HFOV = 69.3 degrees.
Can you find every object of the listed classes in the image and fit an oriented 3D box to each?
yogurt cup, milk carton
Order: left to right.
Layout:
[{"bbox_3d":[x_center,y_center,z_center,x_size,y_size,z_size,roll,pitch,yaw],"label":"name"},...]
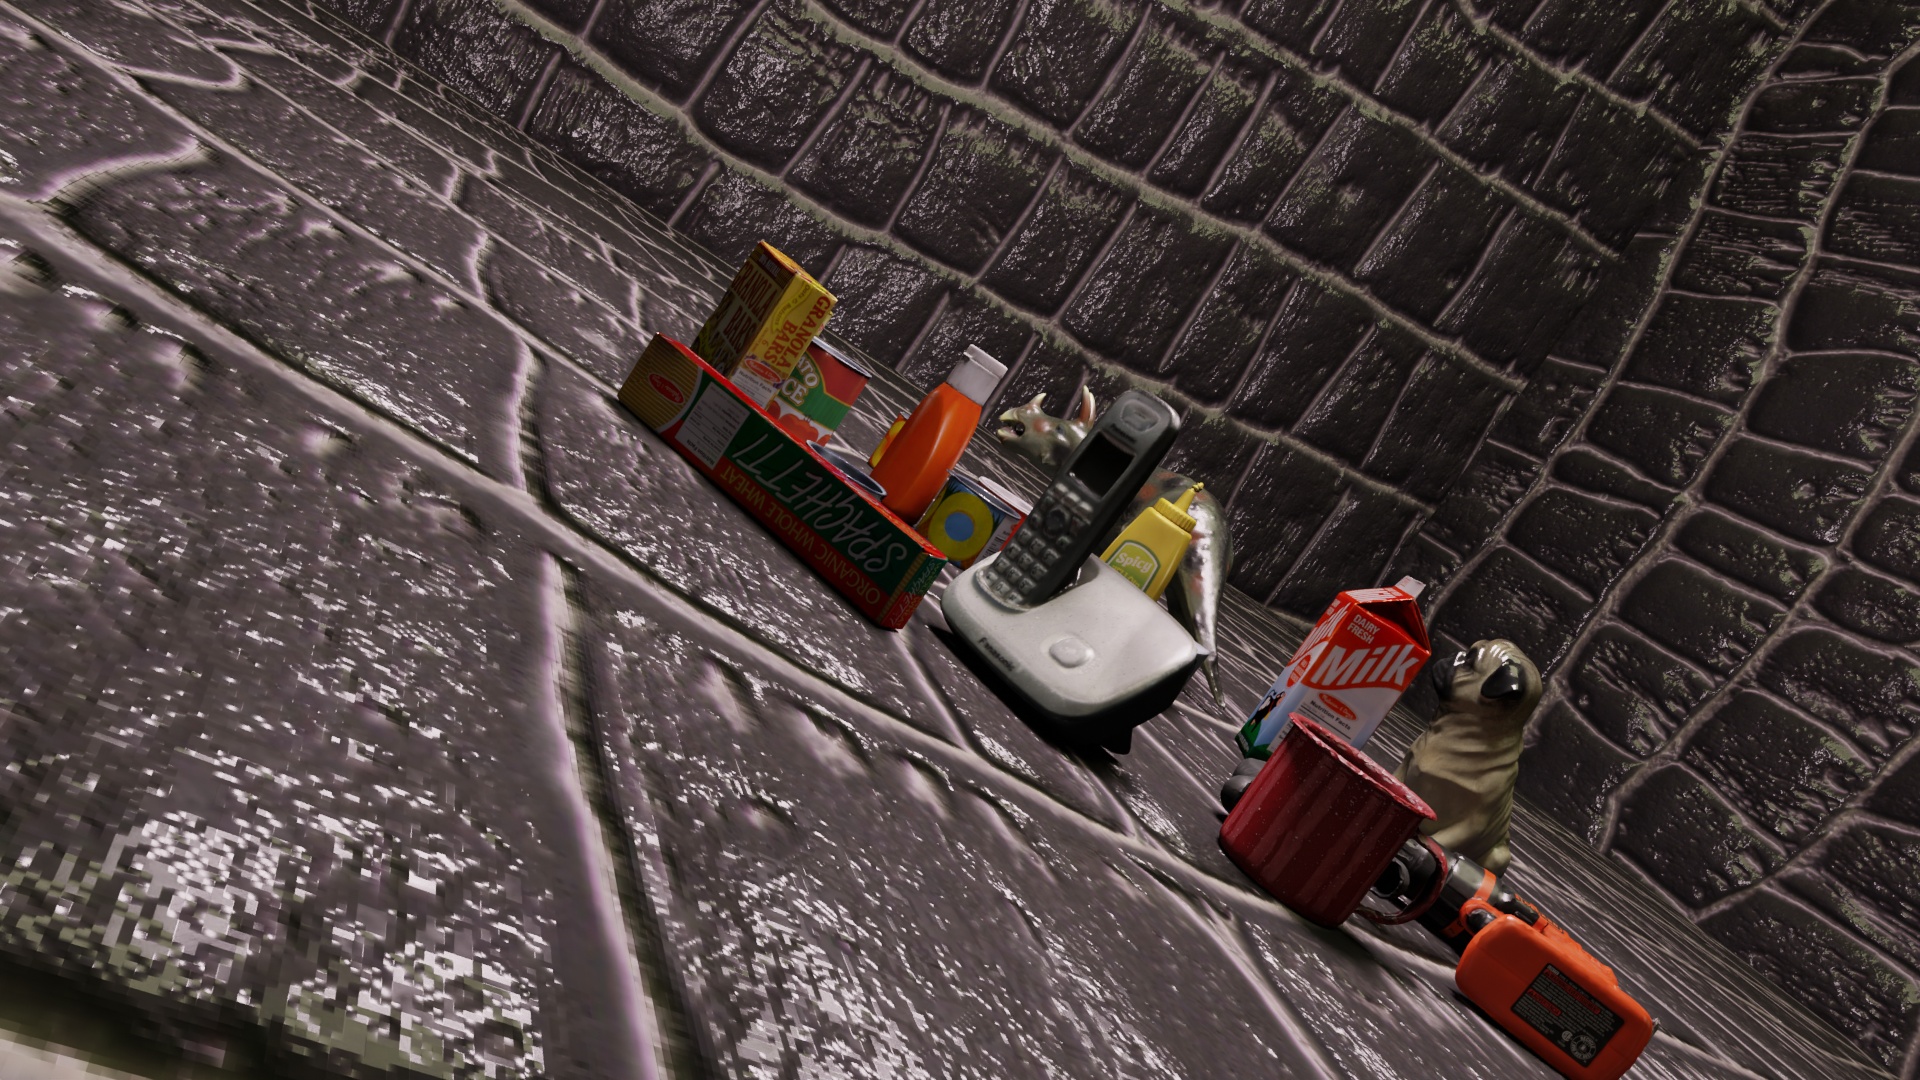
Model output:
[{"bbox_3d":[0.032,-0.018,1.271,0.072,0.054,0.072,34,7,-4],"label":"yogurt cup"},{"bbox_3d":[0.307,0.109,1.109,0.073,0.190,0.072,34,7,1],"label":"milk carton"}]

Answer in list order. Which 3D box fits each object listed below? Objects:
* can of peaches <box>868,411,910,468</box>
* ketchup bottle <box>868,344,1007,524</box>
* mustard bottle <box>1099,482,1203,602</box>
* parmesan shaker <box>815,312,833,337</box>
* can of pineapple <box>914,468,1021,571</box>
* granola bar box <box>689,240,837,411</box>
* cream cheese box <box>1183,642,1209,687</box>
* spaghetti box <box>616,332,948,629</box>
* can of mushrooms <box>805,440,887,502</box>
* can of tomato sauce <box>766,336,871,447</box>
[{"bbox_3d":[-0.047,-0.081,1.317,0.071,0.058,0.071,34,7,-4],"label":"can of peaches"},{"bbox_3d":[-0.018,-0.088,1.127,0.043,0.148,0.065,29,8,-38],"label":"ketchup bottle"},{"bbox_3d":[0.164,0.012,1.231,0.065,0.160,0.049,36,7,15],"label":"mustard bottle"},{"bbox_3d":[-0.168,-0.173,1.202,0.071,0.103,0.071,34,7,-4],"label":"parmesan shaker"},{"bbox_3d":[0.004,-0.014,1.100,0.071,0.058,0.071,34,7,-4],"label":"can of pineapple"},{"bbox_3d":[-0.156,-0.152,1.035,0.039,0.124,0.166,31,7,-25],"label":"granola bar box"},{"bbox_3d":[0.156,0.099,1.056,0.024,0.053,0.104,37,7,20],"label":"cream cheese box"},{"bbox_3d":[-0.108,-0.038,0.795,0.250,0.050,0.028,38,8,30],"label":"spaghetti box"},{"bbox_3d":[-0.087,-0.037,0.950,0.071,0.033,0.071,34,7,-4],"label":"can of mushrooms"},{"bbox_3d":[-0.122,-0.116,1.107,0.071,0.083,0.071,34,7,-4],"label":"can of tomato sauce"}]
